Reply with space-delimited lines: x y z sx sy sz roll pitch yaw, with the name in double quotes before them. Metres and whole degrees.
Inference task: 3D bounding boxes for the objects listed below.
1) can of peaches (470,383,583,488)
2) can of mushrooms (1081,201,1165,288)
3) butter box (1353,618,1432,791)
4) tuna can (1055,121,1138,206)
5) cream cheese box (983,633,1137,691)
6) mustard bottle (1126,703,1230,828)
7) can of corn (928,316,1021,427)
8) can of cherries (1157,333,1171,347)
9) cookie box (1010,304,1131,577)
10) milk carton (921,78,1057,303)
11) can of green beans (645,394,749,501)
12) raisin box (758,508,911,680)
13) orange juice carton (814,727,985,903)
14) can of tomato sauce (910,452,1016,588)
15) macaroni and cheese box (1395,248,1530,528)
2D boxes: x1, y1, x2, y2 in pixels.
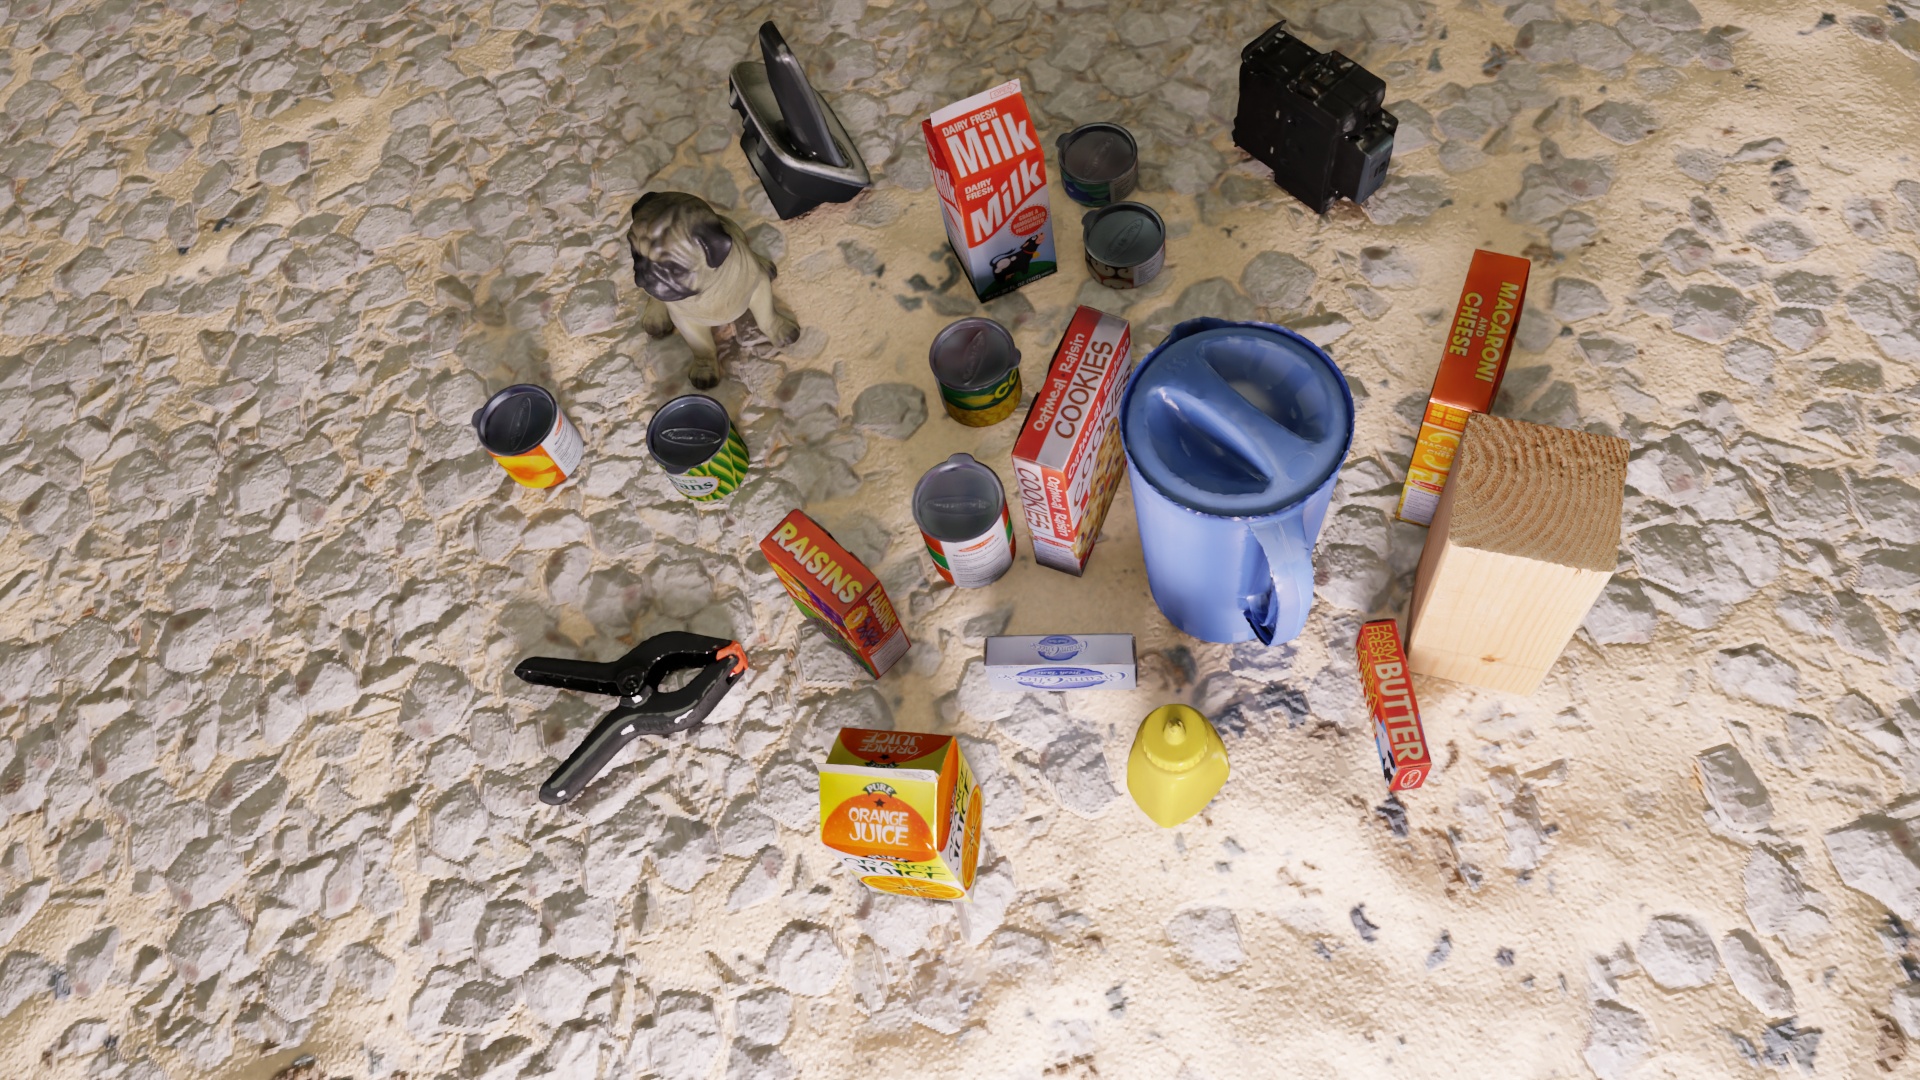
"can of peaches" -0.345 -0.083 1.110 0.071 0.058 0.071 -4 64 7
"can of mushrooms" 0.131 -0.240 1.126 0.071 0.033 0.071 -4 64 7
"butter box" 0.285 0.109 0.919 0.024 0.053 0.104 -8 63 5
"tuna can" 0.114 -0.316 1.166 0.071 0.032 0.071 -4 64 7
"cream cheese box" 0.071 0.085 0.964 0.104 0.053 0.024 -2 64 8
"mustard bottle" 0.136 0.135 0.870 0.065 0.159 0.049 -38 65 -10
"can of corn" 0.015 -0.129 1.076 0.071 0.058 0.071 -4 64 7
"can of cherries" 0.177 -0.117 1.044 0.071 0.058 0.072 -4 64 7
"cookie box" 0.082 -0.065 0.972 0.040 0.166 0.123 17 68 17
"milk carton" 0.023 -0.276 1.072 0.072 0.189 0.074 -24 63 -3
"can of green beans" -0.204 -0.071 1.082 0.071 0.057 0.071 -4 64 7
"raisin box" -0.085 0.039 0.972 0.086 0.123 0.040 40 76 23
"orange juice carton" -0.035 0.168 0.862 0.072 0.192 0.073 4 65 11
"can of tomato sauce" 0.004 -0.013 1.006 0.071 0.082 0.071 -4 64 7
"macaroni and cheese box" 0.342 -0.098 0.948 0.040 0.165 0.124 17 68 16
